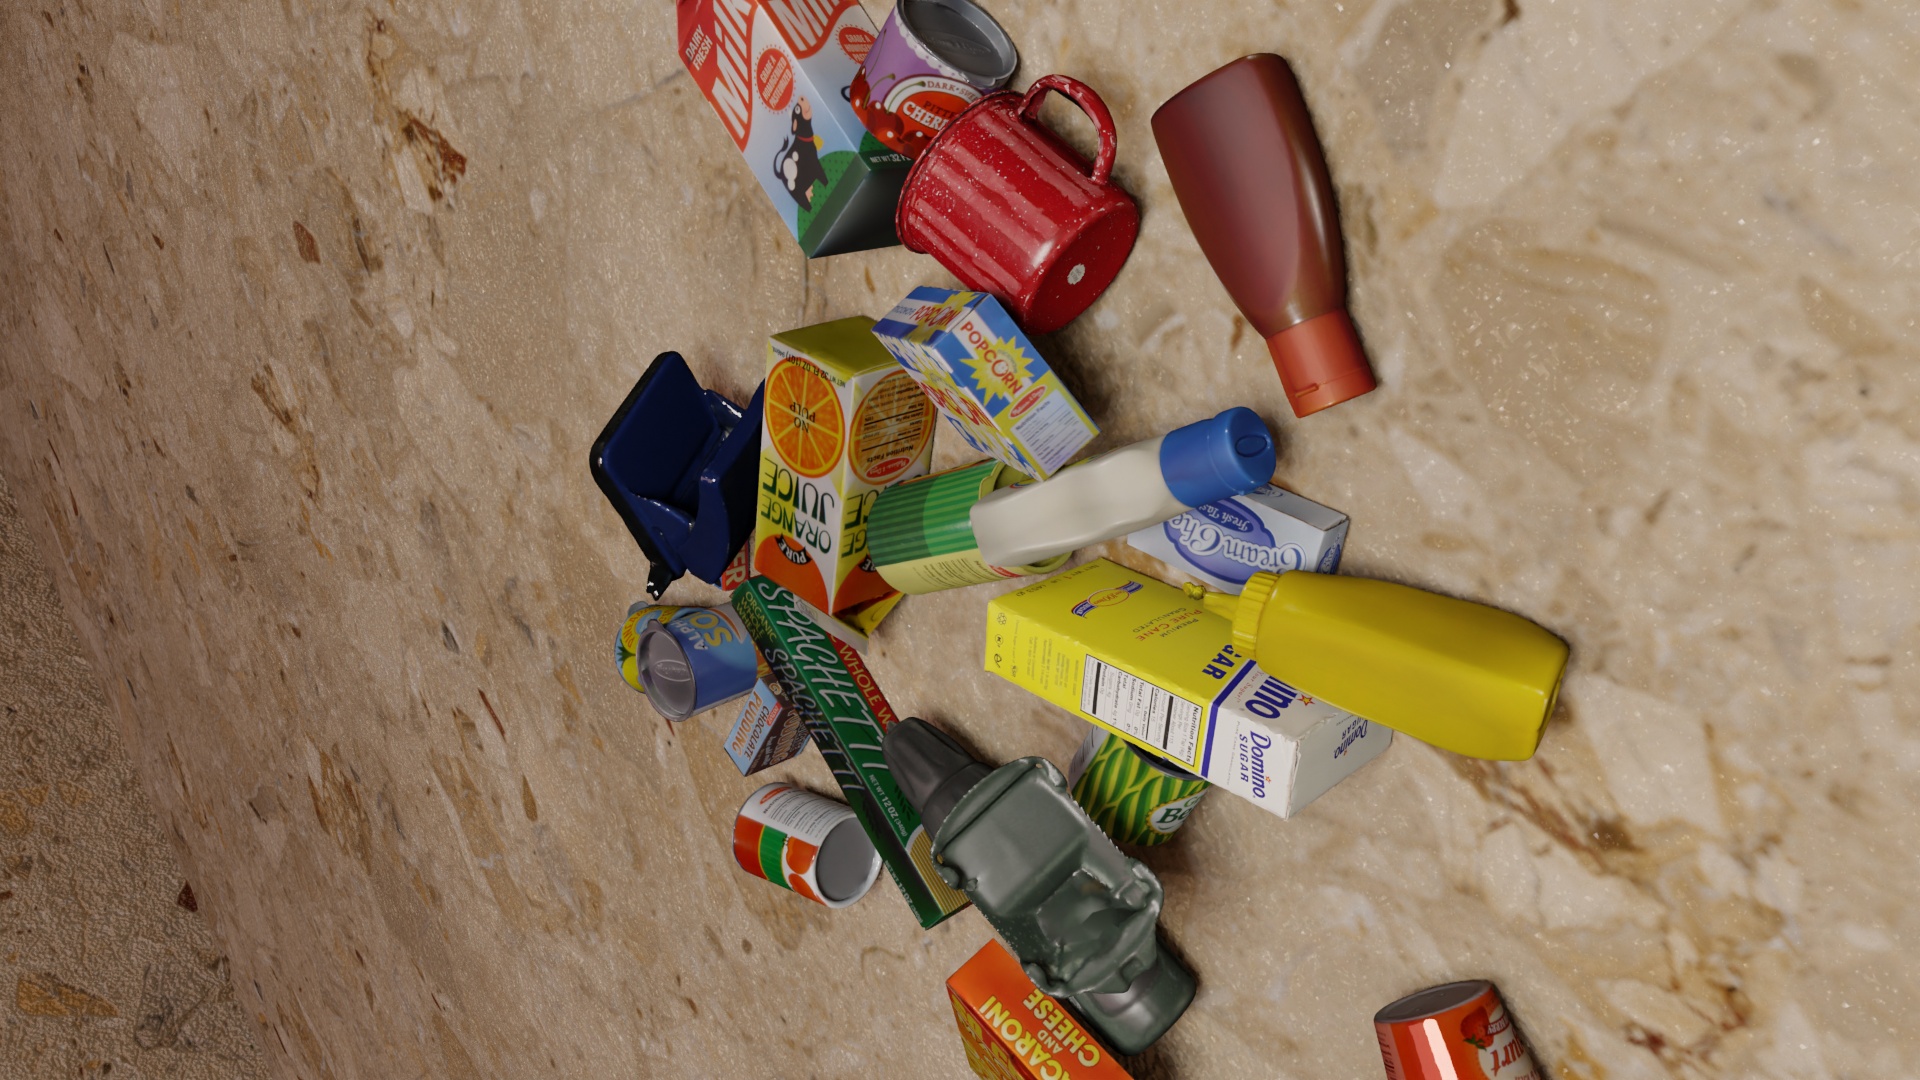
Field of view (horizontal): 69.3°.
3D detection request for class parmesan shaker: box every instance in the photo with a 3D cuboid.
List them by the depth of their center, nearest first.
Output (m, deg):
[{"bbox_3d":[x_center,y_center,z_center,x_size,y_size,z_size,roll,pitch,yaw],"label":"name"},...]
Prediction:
[{"bbox_3d":[0.003,-0.009,0.751,0.103,0.071,0.071,-11,96,47],"label":"parmesan shaker"}]

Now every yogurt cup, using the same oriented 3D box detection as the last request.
[{"bbox_3d":[0.221,0.232,0.622,0.072,0.072,0.054,-31,74,47],"label":"yogurt cup"}]

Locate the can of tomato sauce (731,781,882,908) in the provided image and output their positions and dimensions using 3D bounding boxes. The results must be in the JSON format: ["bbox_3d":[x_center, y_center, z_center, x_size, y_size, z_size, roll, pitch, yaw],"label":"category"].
[{"bbox_3d":[-0.102,0.207,0.939,0.083,0.071,0.071,8,110,43],"label":"can of tomato sauce"}]

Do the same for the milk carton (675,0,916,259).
[{"bbox_3d":[-0.088,-0.253,0.756,0.191,0.072,0.073,58,136,13],"label":"milk carton"}]

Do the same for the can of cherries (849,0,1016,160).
[{"bbox_3d":[-0.014,-0.230,0.692,0.071,0.072,0.058,56,135,15],"label":"can of cherries"}]

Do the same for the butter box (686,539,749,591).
[{"bbox_3d":[-0.171,-0.021,0.958,0.053,0.024,0.103,21,118,40],"label":"butter box"}]

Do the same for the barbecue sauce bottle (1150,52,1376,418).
[{"bbox_3d":[0.135,-0.127,0.596,0.064,0.044,0.148,-22,89,47],"label":"barbecue sauce bottle"}]

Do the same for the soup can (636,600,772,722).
[{"bbox_3d":[-0.167,0.076,0.945,0.071,0.084,0.071,18,116,40],"label":"soup can"}]

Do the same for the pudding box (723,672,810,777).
[{"bbox_3d":[-0.122,0.120,0.940,0.030,0.050,0.083,51,133,22],"label":"pudding box"}]

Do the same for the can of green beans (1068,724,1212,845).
[{"bbox_3d":[0.095,0.112,0.704,0.071,0.071,0.057,46,132,24],"label":"can of green beans"}]

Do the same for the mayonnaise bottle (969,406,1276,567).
[{"bbox_3d":[0.075,-0.024,0.644,0.147,0.065,0.041,-20,87,43],"label":"mayonnaise bottle"}]

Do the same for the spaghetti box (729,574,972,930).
[{"bbox_3d":[-0.065,0.125,0.883,0.250,0.050,0.028,57,134,14],"label":"spaghetti box"}]

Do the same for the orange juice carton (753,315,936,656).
[{"bbox_3d":[-0.069,-0.027,0.817,0.072,0.073,0.191,29,123,35],"label":"orange juice carton"}]

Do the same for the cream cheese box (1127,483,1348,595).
[{"bbox_3d":[0.129,-0.004,0.659,0.104,0.024,0.053,28,124,37],"label":"cream cheese box"}]

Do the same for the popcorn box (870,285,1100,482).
[{"bbox_3d":[0.009,-0.080,0.679,0.085,0.038,0.127,49,175,-20],"label":"popcorn box"}]

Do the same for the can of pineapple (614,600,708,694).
[{"bbox_3d":[-0.206,0.078,0.997,0.058,0.071,0.071,-3,102,45],"label":"can of pineapple"}]

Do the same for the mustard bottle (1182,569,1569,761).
[{"bbox_3d":[0.169,0.044,0.591,0.160,0.065,0.048,18,120,29],"label":"mustard bottle"}]

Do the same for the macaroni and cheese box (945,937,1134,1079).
[{"bbox_3d":[0.052,0.307,0.783,0.124,0.040,0.165,39,157,29],"label":"macaroni and cheese box"}]
